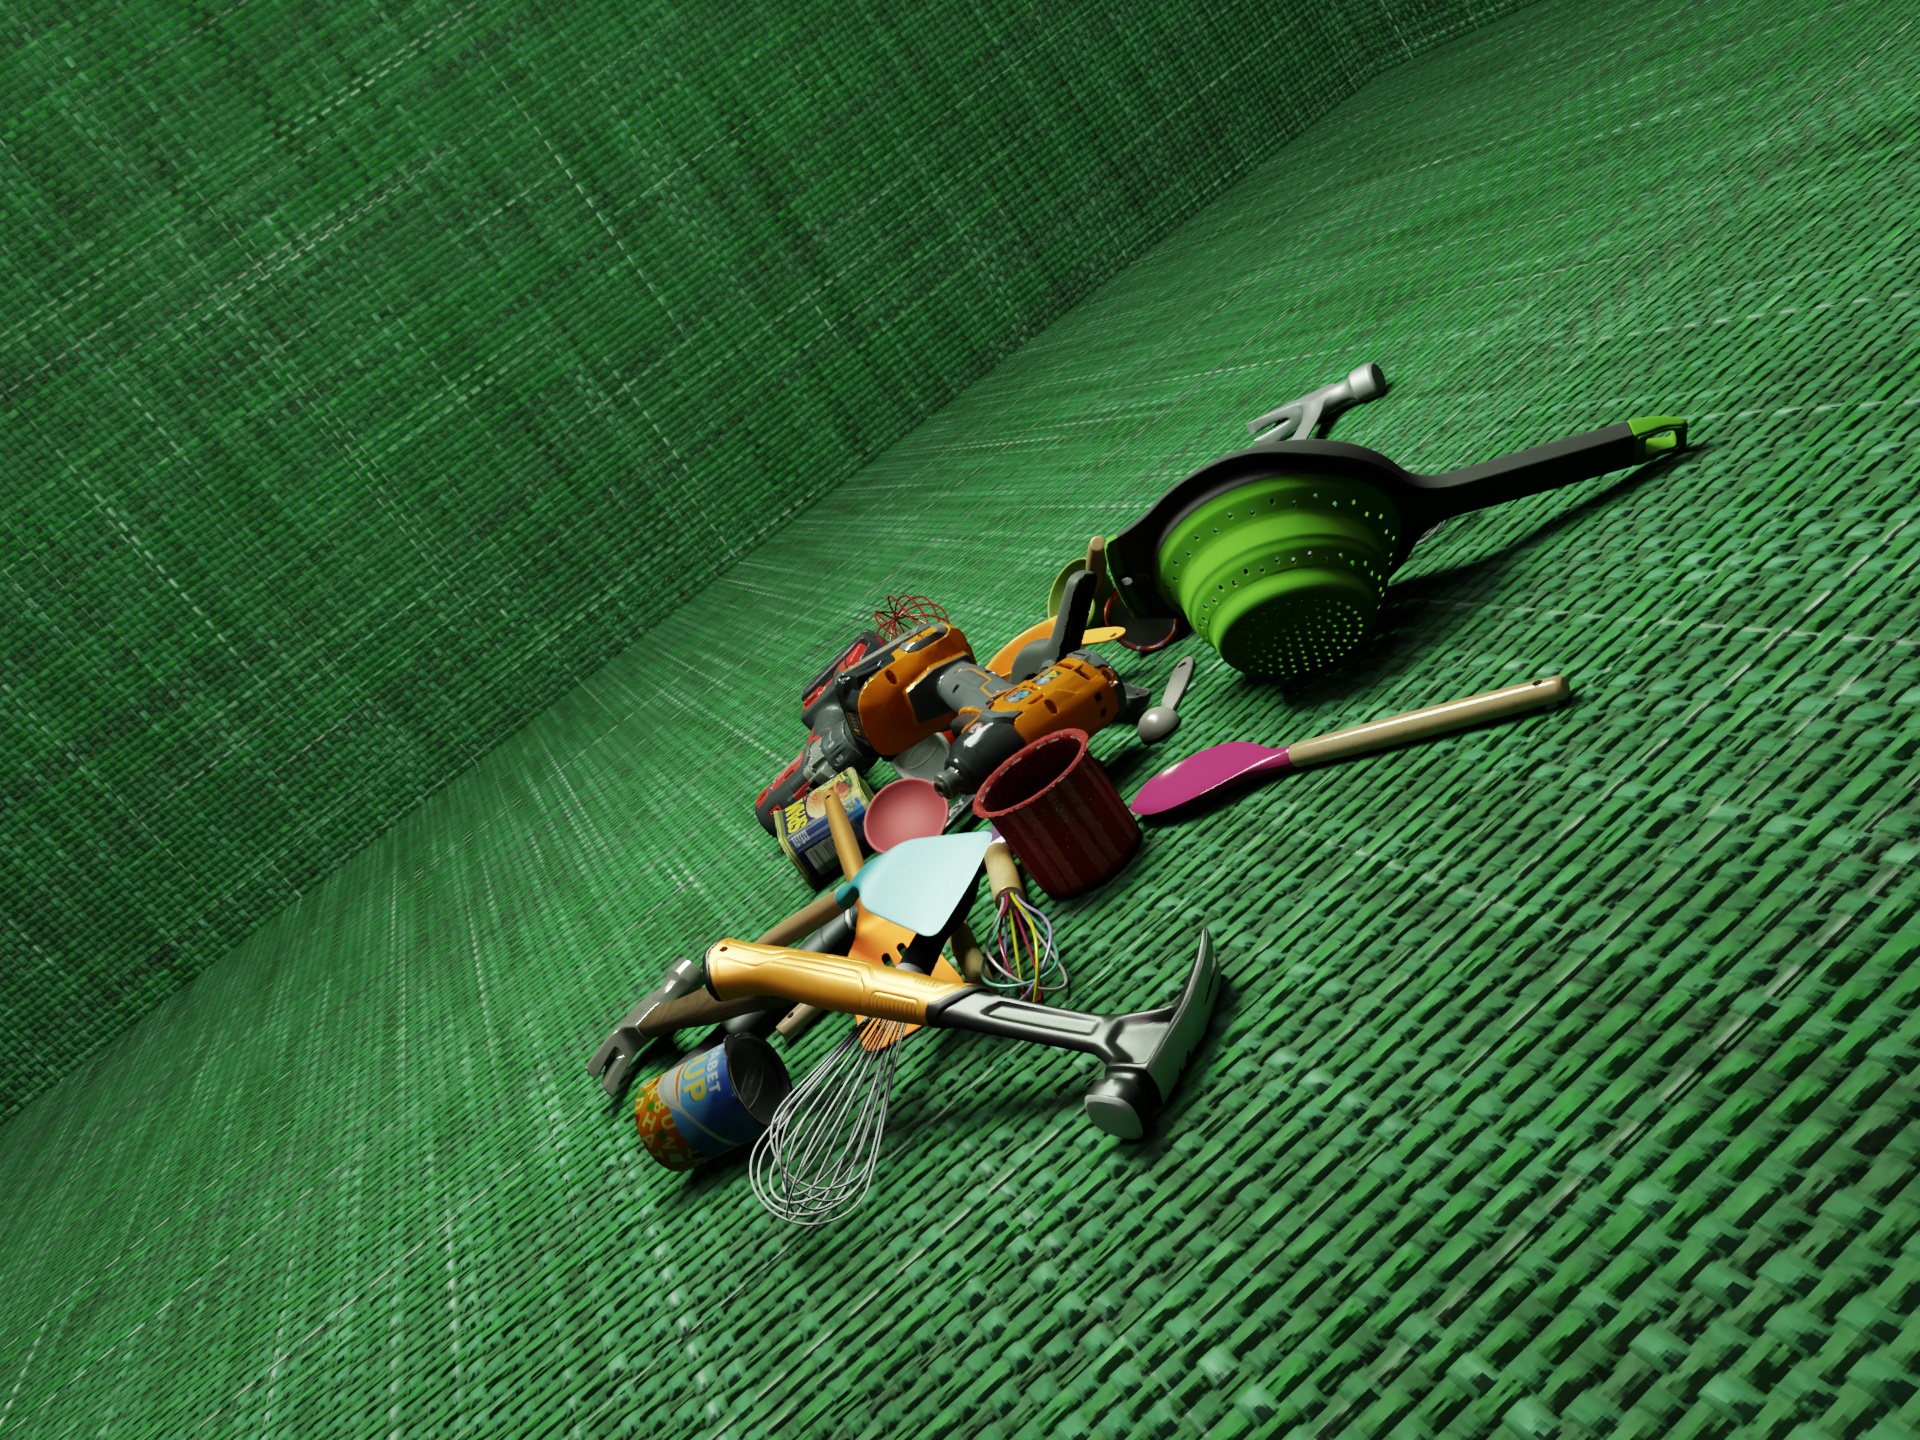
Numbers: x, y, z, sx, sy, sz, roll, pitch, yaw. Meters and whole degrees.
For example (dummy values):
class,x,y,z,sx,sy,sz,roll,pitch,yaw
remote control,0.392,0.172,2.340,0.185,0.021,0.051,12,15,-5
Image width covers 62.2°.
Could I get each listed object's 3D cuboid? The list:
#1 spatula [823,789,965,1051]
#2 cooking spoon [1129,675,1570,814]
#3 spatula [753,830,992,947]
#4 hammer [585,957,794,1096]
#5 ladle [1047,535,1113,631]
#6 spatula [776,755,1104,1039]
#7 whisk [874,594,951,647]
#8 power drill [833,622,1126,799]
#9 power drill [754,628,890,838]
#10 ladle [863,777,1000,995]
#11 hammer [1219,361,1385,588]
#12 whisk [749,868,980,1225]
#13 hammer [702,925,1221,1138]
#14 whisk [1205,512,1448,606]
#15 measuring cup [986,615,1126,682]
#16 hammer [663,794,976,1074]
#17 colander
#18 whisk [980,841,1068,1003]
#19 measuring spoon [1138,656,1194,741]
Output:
class,x,y,z,sx,sy,sz,roll,pitch,yaw
spatula,-0.070,0.128,1.180,0.081,0.041,0.323,-34,25,2
cooking spoon,0.233,0.017,1.006,0.319,0.017,0.069,-19,22,44
spatula,-0.082,0.136,1.100,0.317,0.044,0.082,-35,21,57
hammer,-0.190,0.211,1.159,0.130,0.031,0.331,-47,10,-30
ladle,0.105,-0.124,1.372,0.320,0.062,0.078,50,-126,-84
spatula,-0.012,0.127,1.182,0.316,0.018,0.060,-40,30,-14
whisk,-0.015,-0.053,1.453,0.073,0.073,0.296,-37,30,-3
power drill,-0.002,-0.004,1.233,0.164,0.084,0.227,-33,27,-27
power drill,-0.104,0.001,1.541,0.188,0.080,0.227,-42,15,29
ladle,-0.012,0.123,1.110,0.069,0.031,0.316,-30,27,-1
hammer,0.286,-0.215,1.486,0.144,0.035,0.406,-21,23,39
whisk,-0.044,0.187,0.979,0.070,0.070,0.285,-20,28,41
hammer,-0.017,0.157,0.923,0.337,0.034,0.127,3,38,36
whisk,0.282,-0.127,1.252,0.239,0.055,0.055,-28,18,38
measuring cup,0.096,-0.049,1.385,0.095,0.052,0.174,-46,22,-29
hammer,-0.074,0.139,1.240,0.409,0.036,0.149,-44,18,-23
colander,0.303,-0.115,1.093,0.397,0.204,0.095,-15,57,13
whisk,0.034,0.131,1.052,0.051,0.047,0.245,-24,14,2
measuring spoon,0.162,-0.023,1.245,0.034,0.018,0.124,-25,20,32
